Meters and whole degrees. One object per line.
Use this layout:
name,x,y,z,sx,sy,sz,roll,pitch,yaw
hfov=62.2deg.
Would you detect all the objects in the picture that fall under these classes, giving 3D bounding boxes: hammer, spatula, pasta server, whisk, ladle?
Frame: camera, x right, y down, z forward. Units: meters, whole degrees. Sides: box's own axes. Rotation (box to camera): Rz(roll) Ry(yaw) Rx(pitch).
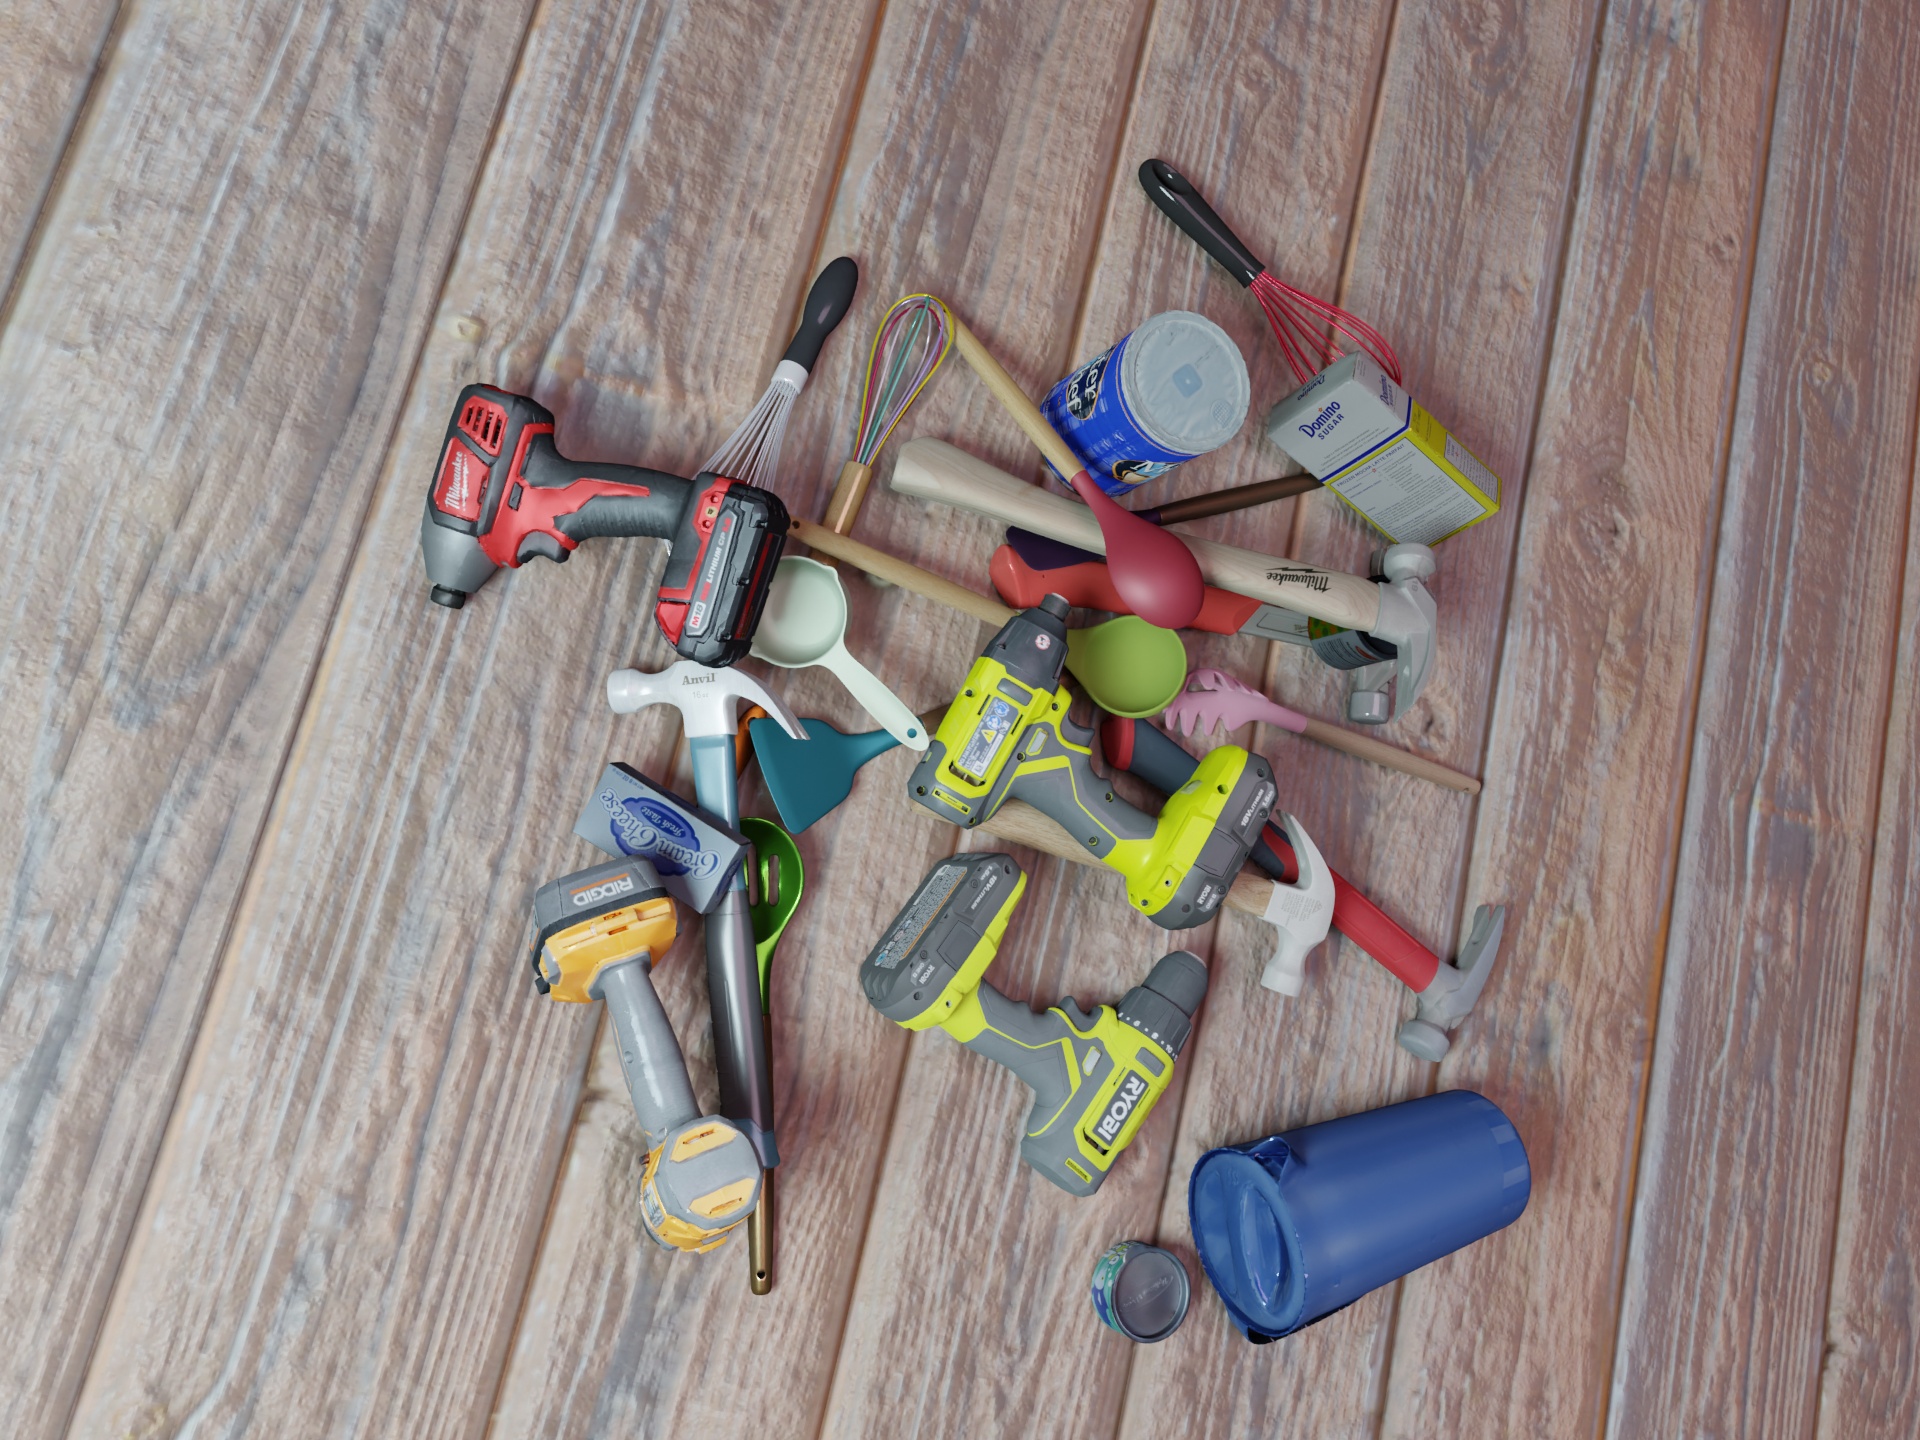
hammer,0.148,-0.116,1.149,0.410,0.038,0.146,16,58,-4
spatula,0.169,-0.163,1.231,0.316,0.018,0.060,-16,57,-30
spatula,-0.002,-0.004,1.139,0.317,0.044,0.082,-19,85,-25
hammer,-0.153,0.125,1.036,0.128,0.033,0.331,-6,88,11
pasta server,0.295,0.017,1.268,0.316,0.060,0.040,18,45,-23
whisk,-0.061,-0.200,1.140,0.047,0.051,0.245,25,77,-25
hammer,0.123,0.096,1.164,0.331,0.031,0.130,19,90,-13
hammer,0.269,0.102,1.245,0.386,0.038,0.143,39,69,-14
ladle,0.070,-0.192,1.139,0.069,0.031,0.316,-27,69,-26
whisk,-0.132,-0.212,1.107,0.070,0.070,0.285,29,67,-17
whisk,0.252,-0.345,1.288,0.296,0.073,0.073,43,69,-6
hammer,0.192,-0.097,1.239,0.359,0.037,0.149,10,79,-22
ladle,0.018,-0.083,1.127,0.320,0.062,0.078,22,76,-19

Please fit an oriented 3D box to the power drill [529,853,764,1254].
power drill,-0.194,0.217,0.979,0.084,0.185,0.226,-18,71,-24

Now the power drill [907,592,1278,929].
power drill,0.098,0.031,1.101,0.223,0.080,0.171,30,85,-8

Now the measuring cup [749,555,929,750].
measuring cup,-0.079,-0.043,1.090,0.083,0.038,0.167,-44,89,10

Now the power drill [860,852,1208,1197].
power drill,0.062,0.196,1.123,0.228,0.080,0.190,43,70,-16

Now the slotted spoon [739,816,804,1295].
slotted spoon,-0.137,0.222,1.060,0.070,0.031,0.314,-1,86,-6

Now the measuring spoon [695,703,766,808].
measuring spoon,-0.160,0.039,1.082,0.021,0.011,0.117,31,72,-17

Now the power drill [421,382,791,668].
power drill,-0.231,-0.114,1.003,0.219,0.078,0.143,19,94,5
